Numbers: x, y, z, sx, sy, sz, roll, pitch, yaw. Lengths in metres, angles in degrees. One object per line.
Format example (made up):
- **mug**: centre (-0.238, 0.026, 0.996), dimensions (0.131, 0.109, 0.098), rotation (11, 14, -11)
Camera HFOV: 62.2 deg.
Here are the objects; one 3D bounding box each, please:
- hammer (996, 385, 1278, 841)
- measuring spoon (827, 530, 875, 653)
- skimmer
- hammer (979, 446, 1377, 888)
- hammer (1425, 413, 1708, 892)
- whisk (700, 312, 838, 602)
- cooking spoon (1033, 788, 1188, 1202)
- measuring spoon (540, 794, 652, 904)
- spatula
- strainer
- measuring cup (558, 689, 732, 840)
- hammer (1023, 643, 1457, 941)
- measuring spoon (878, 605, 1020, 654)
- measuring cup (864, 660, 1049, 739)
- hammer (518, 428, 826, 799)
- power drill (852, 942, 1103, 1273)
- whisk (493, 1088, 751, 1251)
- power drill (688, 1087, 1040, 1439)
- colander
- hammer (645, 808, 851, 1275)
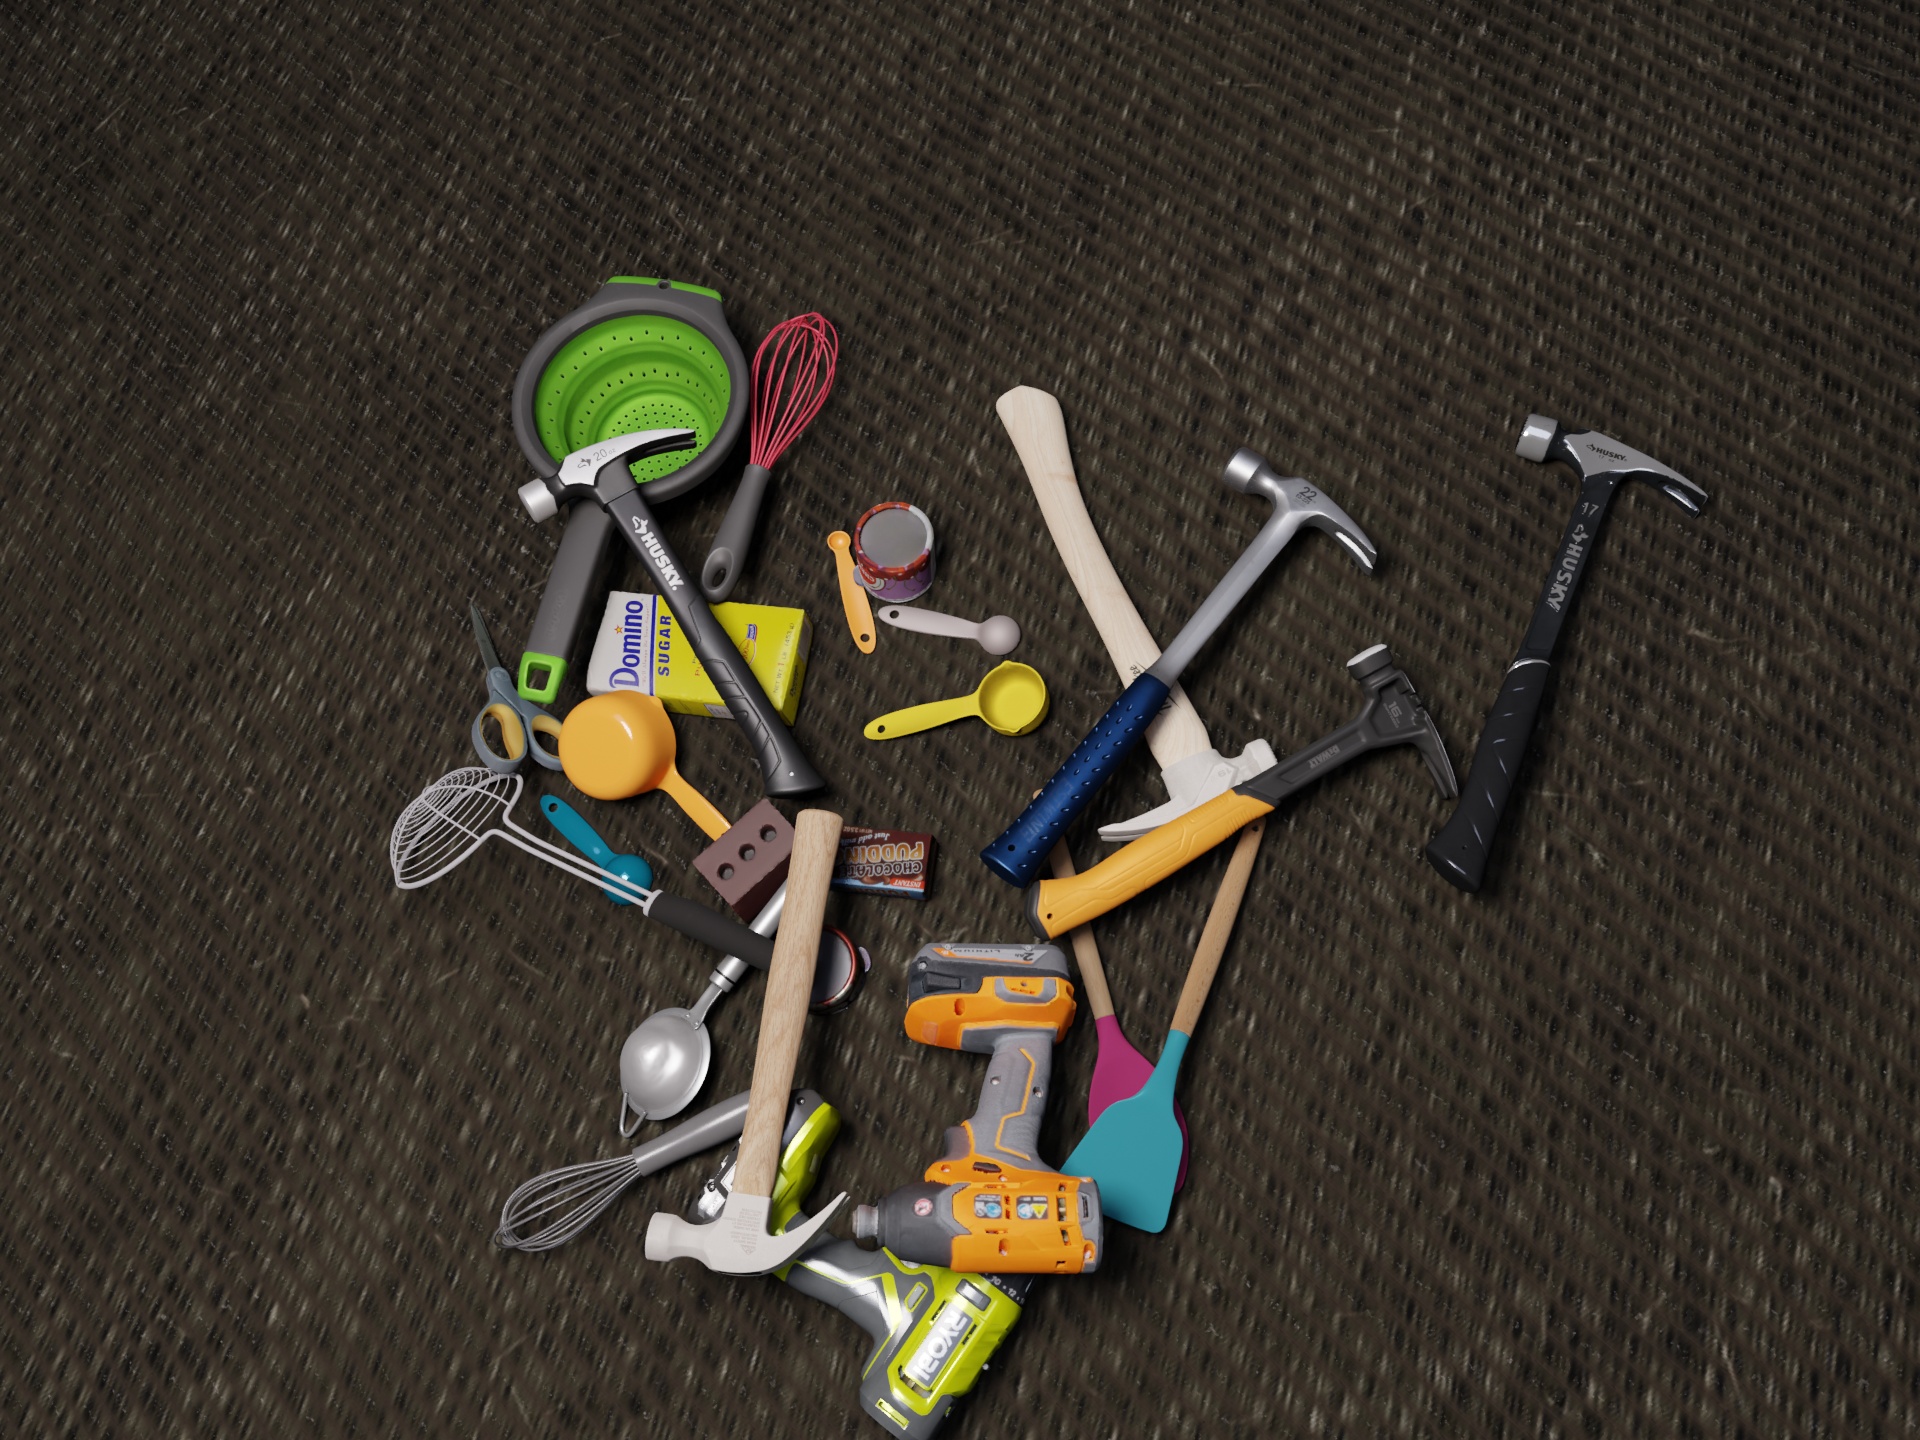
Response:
- **hammer**: centre (0.108, -0.100, 1.295), dimensions (0.146, 0.038, 0.411), rotation (-23, 67, 2)
- **measuring spoon**: centre (-0.091, -0.108, 1.347), dimensions (0.021, 0.011, 0.117), rotation (-13, 70, -8)
- **skimmer**: centre (-0.288, 0.133, 1.246), dimensions (0.363, 0.090, 0.127), rotation (22, 53, 15)
- **hammer**: centre (0.160, -0.034, 1.214), dimensions (0.144, 0.035, 0.405), rotation (35, 72, 18)
- **hammer**: centre (0.439, -0.052, 1.197), dimensions (0.149, 0.036, 0.409), rotation (21, 67, 15)
- **whisk**: centre (-0.168, -0.230, 1.365), dimensions (0.073, 0.073, 0.296), rotation (10, 67, 13)
- **cooking spoon**: centre (0.102, 0.198, 1.190), dimensions (0.068, 0.017, 0.319), rotation (-12, 67, -7)
- **measuring spoon**: centre (-0.302, 0.100, 1.293), dimensions (0.129, 0.021, 0.042), rotation (40, 80, 19)
- **spatula**: centre (0.165, 0.208, 1.164), dimensions (0.082, 0.044, 0.318), rotation (22, 66, 7)
- **strainer**: centre (-0.189, 0.204, 1.218), dimensions (0.087, 0.050, 0.258), rotation (29, 76, 39)
- **measuring cup**: centre (-0.250, 0.049, 1.277), dimensions (0.174, 0.052, 0.095), rotation (42, 108, 11)
- **hammer**: centre (0.201, 0.076, 1.177), dimensions (0.337, 0.034, 0.127), rotation (-29, 89, -6)
- **measuring spoon**: centre (-0.011, -0.081, 1.316), dimensions (0.124, 0.018, 0.034), rotation (11, 72, 14)
- **measuring cup**: centre (-0.002, -0.004, 1.287), dimensions (0.156, 0.029, 0.062), rotation (-13, 67, 17)
- **hammer**: centre (-0.205, -0.082, 1.266), dimensions (0.146, 0.035, 0.335), rotation (-31, 83, -13)
- **power drill**: centre (0.008, 0.268, 1.099), dimensions (0.164, 0.084, 0.227), rotation (1, 50, -4)
- **whisk**: centre (-0.236, 0.331, 1.184), dimensions (0.239, 0.055, 0.055), rotation (-26, 67, -6)
- **power drill**: centre (-0.057, 0.363, 1.123), dimensions (0.229, 0.080, 0.190), rotation (32, 74, 17)
- **colander**: centre (-0.295, -0.187, 1.360), dimensions (0.204, 0.094, 0.397), rotation (10, 71, 7)
- **hammer**: centre (-0.125, 0.221, 1.130), dimensions (0.130, 0.031, 0.331), rotation (7, 67, 5)
